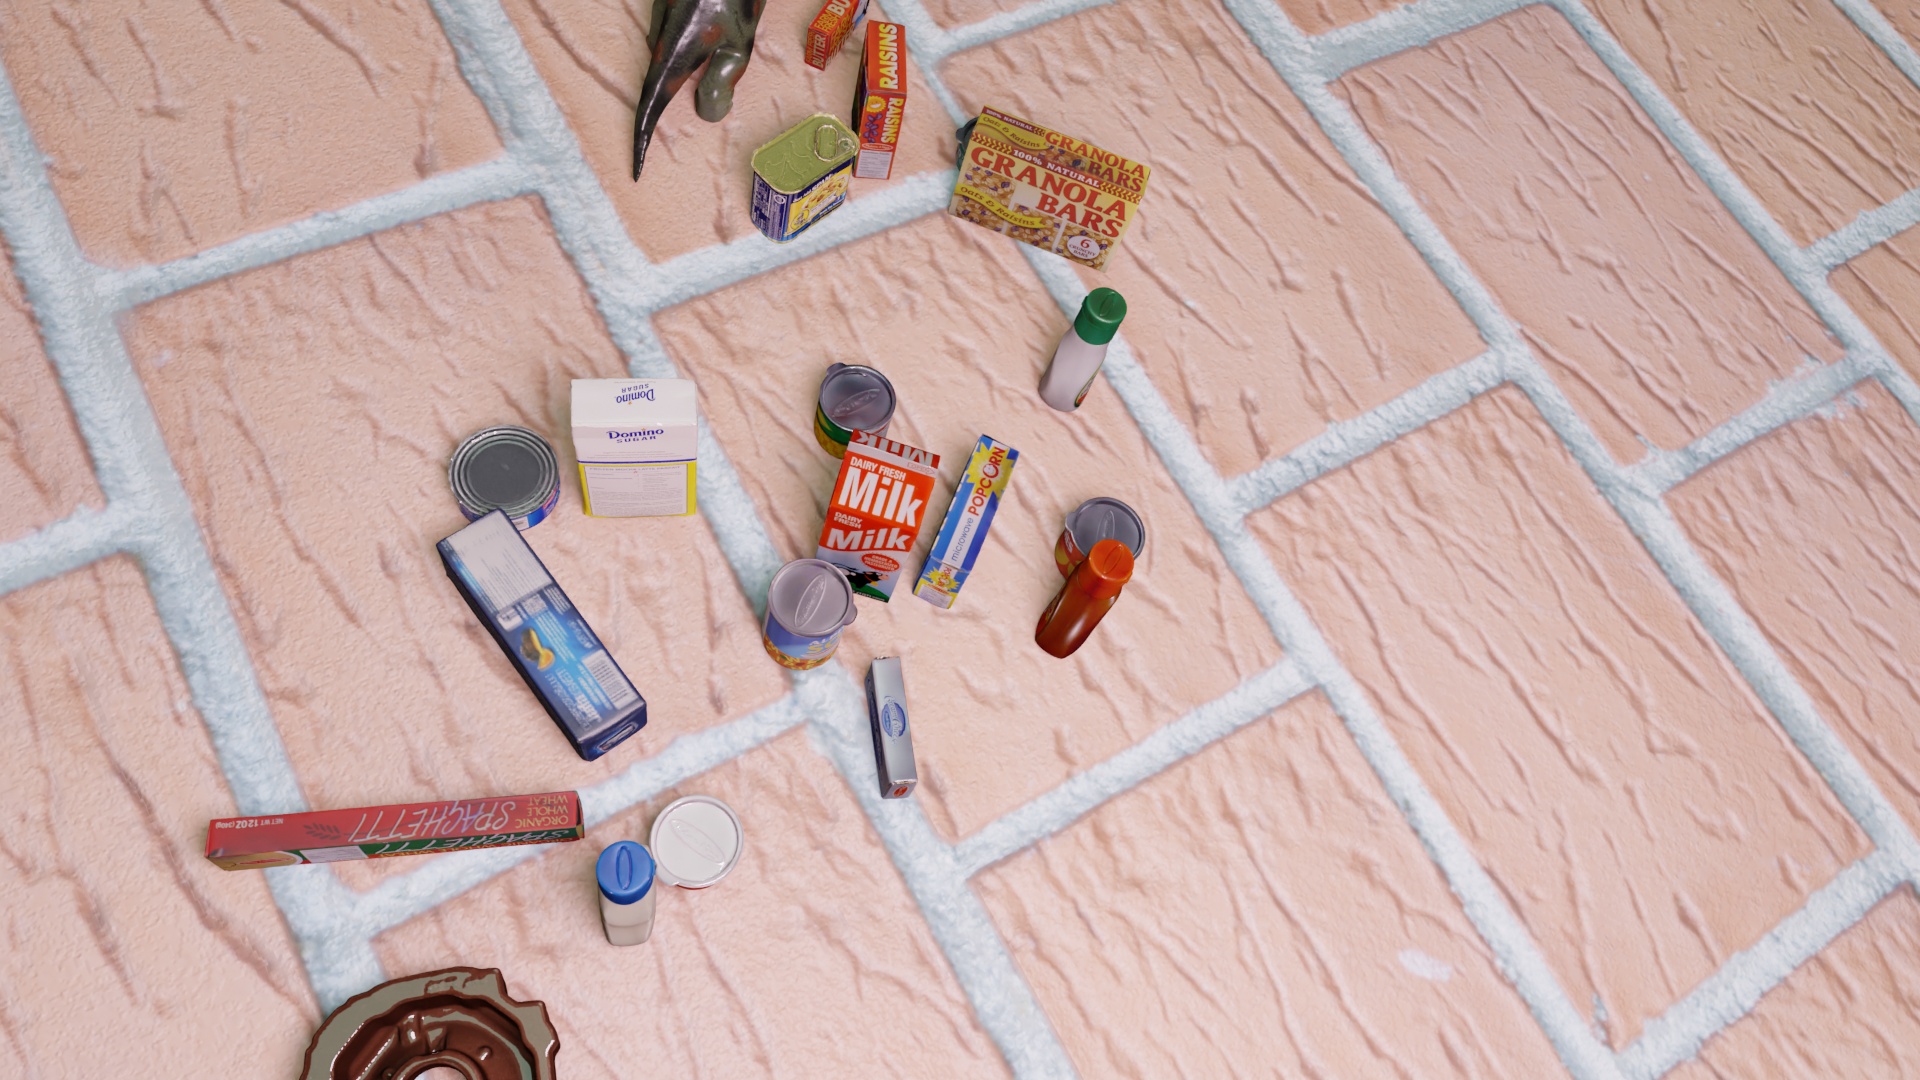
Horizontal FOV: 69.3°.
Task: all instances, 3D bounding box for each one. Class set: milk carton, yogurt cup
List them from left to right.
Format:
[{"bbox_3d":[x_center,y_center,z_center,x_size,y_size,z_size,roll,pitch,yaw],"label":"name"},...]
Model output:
[{"bbox_3d":[-0.196,0.228,1.032,0.072,0.053,0.072,5,65,-10],"label":"yogurt cup"},{"bbox_3d":[-0.067,-0.025,1.100,0.072,0.189,0.074,17,64,-4],"label":"milk carton"}]

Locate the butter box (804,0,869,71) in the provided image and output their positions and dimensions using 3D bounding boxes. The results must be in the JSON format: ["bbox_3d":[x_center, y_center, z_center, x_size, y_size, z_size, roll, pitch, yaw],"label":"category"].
[{"bbox_3d":[-0.122,-0.525,1.397,0.024,0.053,0.104,28,63,1],"label":"butter box"}]

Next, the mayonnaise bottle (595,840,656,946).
[{"bbox_3d":[-0.232,0.241,0.966,0.041,0.147,0.065,-2,67,-13],"label":"mayonnaise bottle"}]

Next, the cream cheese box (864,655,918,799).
[{"bbox_3d":[-0.056,0.149,1.099,0.024,0.053,0.104,-4,67,-14],"label":"cream cheese box"}]

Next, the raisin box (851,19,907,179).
[{"bbox_3d":[-0.078,-0.415,1.316,0.040,0.123,0.086,3,65,-11],"label":"raisin box"}]

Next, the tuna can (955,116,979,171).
[{"bbox_3d":[0.027,-0.385,1.376,0.071,0.032,0.071,5,65,-10],"label":"tuna can"}]

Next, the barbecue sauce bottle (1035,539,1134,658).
[{"bbox_3d":[0.103,0.045,1.128,0.044,0.148,0.065,33,64,4],"label":"barbecue sauce bottle"}]

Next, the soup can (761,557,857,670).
[{"bbox_3d":[-0.121,0.062,1.108,0.071,0.083,0.071,5,65,-10],"label":"soup can"}]

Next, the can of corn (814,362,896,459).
[{"bbox_3d":[-0.094,-0.112,1.209,0.071,0.058,0.071,5,65,-10],"label":"can of corn"}]

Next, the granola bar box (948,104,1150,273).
[{"bbox_3d":[0.082,-0.330,1.311,0.165,0.123,0.039,20,63,-2],"label":"granola bar box"}]

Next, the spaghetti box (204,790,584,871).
[{"bbox_3d":[-0.399,0.209,0.999,0.250,0.050,0.029,-3,67,-13],"label":"spaghetti box"}]

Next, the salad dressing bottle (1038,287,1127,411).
[{"bbox_3d":[0.108,-0.168,1.228,0.044,0.147,0.064,28,63,1],"label":"salad dressing bottle"}]

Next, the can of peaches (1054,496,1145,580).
[{"bbox_3d":[0.117,0.003,1.201,0.071,0.057,0.071,5,65,-10],"label":"can of peaches"}]

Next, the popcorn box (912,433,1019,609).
[{"bbox_3d":[0.004,-0.015,1.170,0.038,0.085,0.127,23,63,-1],"label":"popcorn box"}]
